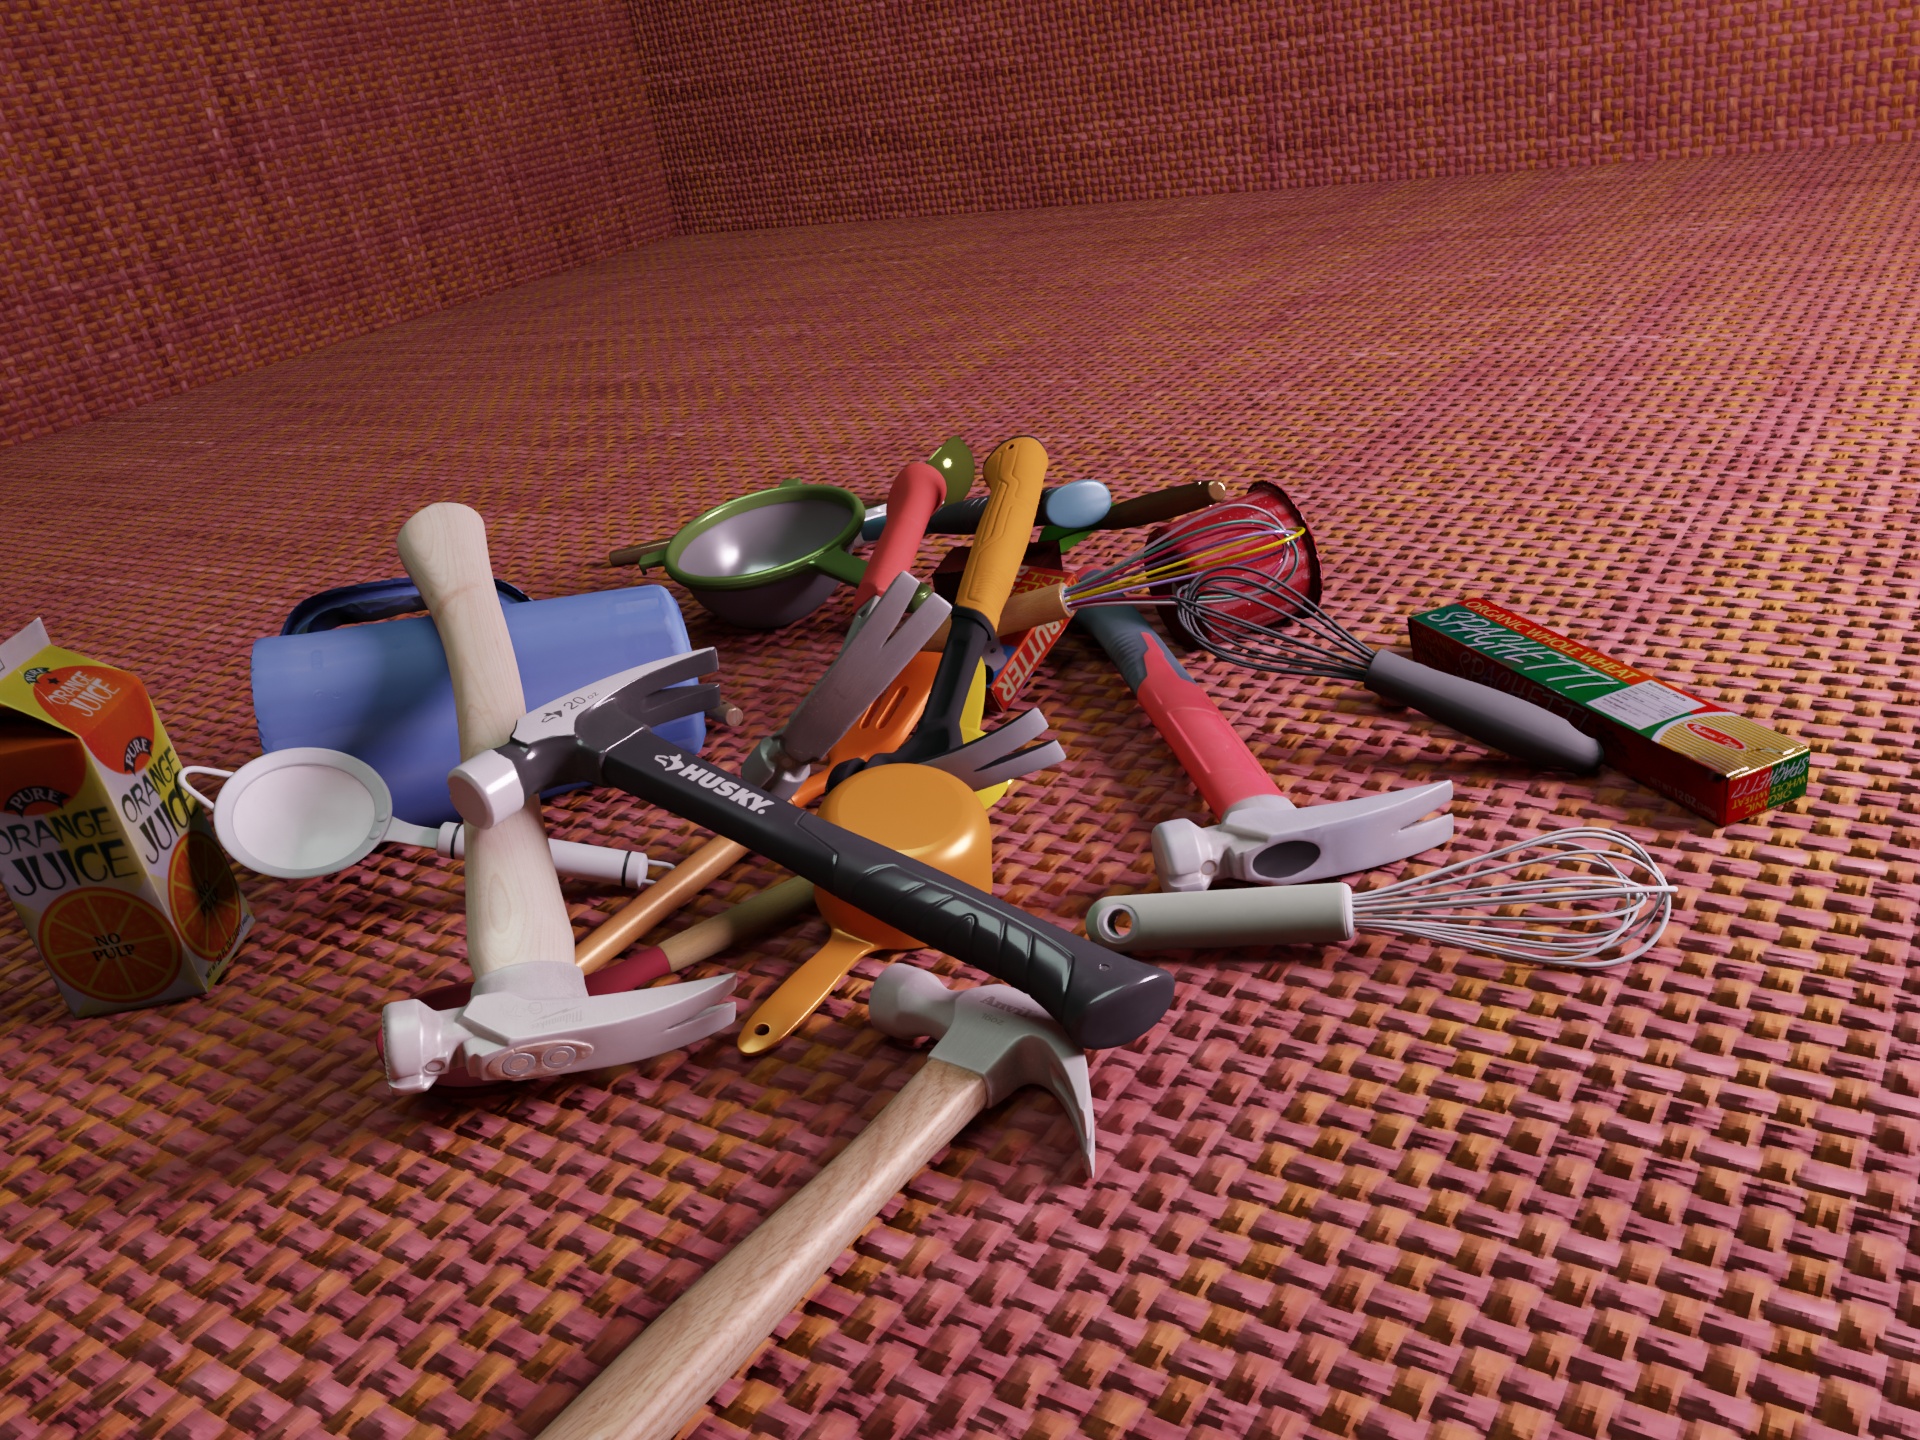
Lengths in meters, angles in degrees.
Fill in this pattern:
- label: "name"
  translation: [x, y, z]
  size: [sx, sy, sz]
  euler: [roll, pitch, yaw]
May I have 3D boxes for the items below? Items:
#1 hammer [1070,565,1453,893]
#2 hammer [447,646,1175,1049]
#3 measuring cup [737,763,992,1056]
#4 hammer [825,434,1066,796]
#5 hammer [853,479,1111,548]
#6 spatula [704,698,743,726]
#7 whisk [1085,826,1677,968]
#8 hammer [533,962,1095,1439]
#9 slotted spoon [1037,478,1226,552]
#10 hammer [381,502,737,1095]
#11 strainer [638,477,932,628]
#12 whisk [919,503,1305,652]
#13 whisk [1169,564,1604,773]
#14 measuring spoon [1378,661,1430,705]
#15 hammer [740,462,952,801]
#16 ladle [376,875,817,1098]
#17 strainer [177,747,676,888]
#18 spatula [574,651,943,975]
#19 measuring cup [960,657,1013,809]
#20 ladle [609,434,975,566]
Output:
- label: "hammer"
  translation: [0.135, -0.016, 0.903]
  size: [0.143, 0.038, 0.387]
  euler: [-11, 25, -5]
- label: "hammer"
  translation: [-0.058, 0.054, 0.690]
  size: [0.335, 0.035, 0.146]
  euler: [22, 39, 30]
- label: "measuring cup"
  translation: [-0.049, 0.082, 0.730]
  size: [0.095, 0.052, 0.174]
  euler: [20, 40, 24]
- label: "hammer"
  translation: [0.018, -0.073, 0.920]
  size: [0.127, 0.034, 0.337]
  euler: [-18, 33, 26]
- label: "hammer"
  translation: [-0.007, -0.147, 1.163]
  size: [0.128, 0.033, 0.331]
  euler: [-21, 14, -30]
- label: "spatula"
  translation: [-0.237, -0.037, 1.112]
  size: [0.060, 0.018, 0.316]
  euler: [-28, 29, -29]
- label: "whisk"
  translation: [0.174, 0.081, 0.682]
  size: [0.246, 0.058, 0.059]
  euler: [-5, -10, 17]
- label: "hammer"
  translation: [-0.066, 0.192, 0.543]
  size: [0.130, 0.031, 0.331]
  euler: [9, 31, 36]
- label: "slotted spoon"
  translation: [0.110, -0.137, 1.054]
  size: [0.070, 0.031, 0.314]
  euler: [-31, 9, -10]
- label: "hammer"
  translation: [-0.226, 0.010, 0.805]
  size: [0.146, 0.038, 0.411]
  euler: [-6, 41, -20]
- label: "strainer"
  translation: [-0.102, -0.096, 1.131]
  size: [0.151, 0.069, 0.257]
  euler: [-34, 38, -29]
- label: "whisk"
  translation: [0.084, -0.076, 0.937]
  size: [0.245, 0.051, 0.047]
  euler: [-14, 40, 23]
- label: "whisk"
  translation: [0.218, -0.025, 0.833]
  size: [0.239, 0.055, 0.055]
  euler: [25, 39, 24]
- label: "measuring spoon"
  translation: [0.272, -0.001, 0.855]
  size: [0.034, 0.018, 0.124]
  euler: [-25, 35, -25]
- label: "hammer"
  translation: [-0.041, -0.089, 0.942]
  size: [0.149, 0.036, 0.359]
  euler: [-48, 12, 25]
- label: "ladle"
  translation: [-0.120, 0.102, 0.760]
  size: [0.315, 0.031, 0.069]
  euler: [-23, 46, -30]
- label: "strainer"
  translation: [-0.276, 0.064, 0.834]
  size: [0.258, 0.050, 0.087]
  euler: [9, 46, -1]
- label: "spatula"
  translation: [-0.113, 0.049, 0.855]
  size: [0.081, 0.041, 0.322]
  euler: [0, 27, 37]
- label: "measuring cup"
  translation: [-0.001, -0.003, 0.904]
  size: [0.062, 0.029, 0.157]
  euler: [-10, 36, 11]
- label: "ladle"
  translation: [-0.144, -0.179, 1.339]
  size: [0.320, 0.062, 0.078]
  euler: [-11, 2, 5]
